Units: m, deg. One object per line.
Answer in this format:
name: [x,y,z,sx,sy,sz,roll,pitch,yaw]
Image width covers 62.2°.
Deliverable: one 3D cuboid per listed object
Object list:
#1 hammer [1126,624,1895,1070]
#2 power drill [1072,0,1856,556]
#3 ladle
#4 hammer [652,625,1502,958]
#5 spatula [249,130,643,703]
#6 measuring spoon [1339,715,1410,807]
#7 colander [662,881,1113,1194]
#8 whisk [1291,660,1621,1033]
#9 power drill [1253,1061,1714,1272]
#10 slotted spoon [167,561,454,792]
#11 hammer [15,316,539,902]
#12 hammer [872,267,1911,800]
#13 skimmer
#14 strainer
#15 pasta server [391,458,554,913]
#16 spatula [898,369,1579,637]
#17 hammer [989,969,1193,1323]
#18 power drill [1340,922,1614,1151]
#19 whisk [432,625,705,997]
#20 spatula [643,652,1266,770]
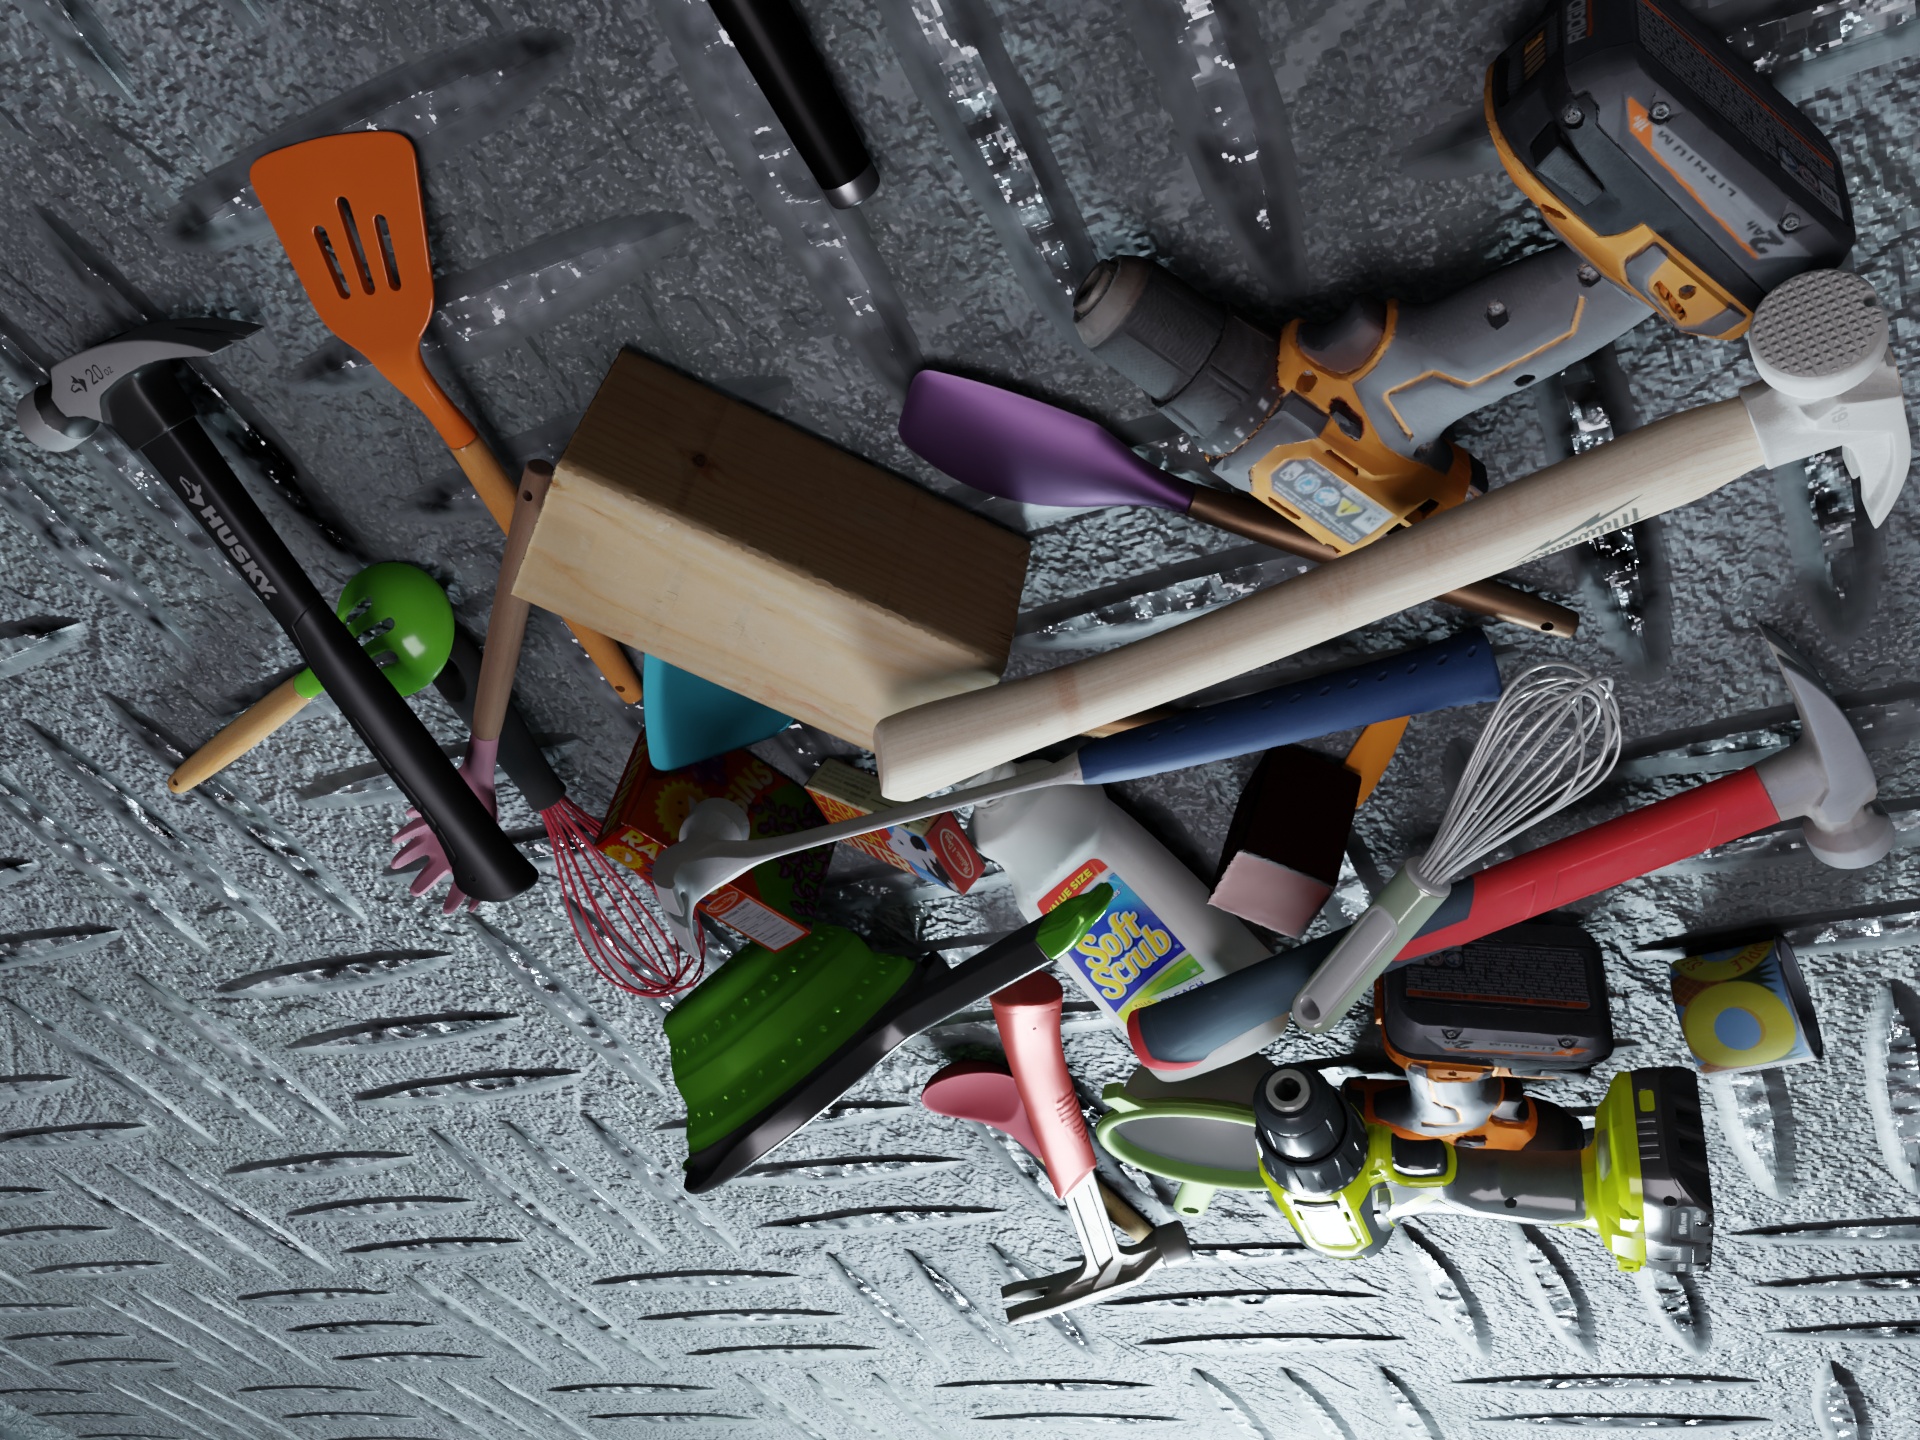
hammer: [0.249,0.086,0.800,0.386,0.038,0.143,-27,124,22]
power drill: [0.166,-0.158,0.577,0.185,0.084,0.226,30,140,-18]
ladle: [0.075,0.325,1.163,0.069,0.031,0.315,-26,128,23]
hammer: [0.047,0.027,0.746,0.405,0.144,0.035,-15,104,8]
spatula: [-0.221,-0.122,0.756,0.081,0.041,0.322,-4,140,18]
measuring spoon: [0.210,0.013,0.798,0.021,0.011,0.116,14,138,-1]
colander: [-0.065,0.146,0.905,0.094,0.204,0.397,51,135,-1]
whisk: [0.222,0.068,0.741,0.059,0.058,0.246,-11,141,-41]
power drill: [0.273,0.235,0.851,0.228,0.080,0.190,-5,143,21]
slotted spoon: [-0.385,-0.009,0.910,0.314,0.031,0.070,-24,91,39]
hammer: [-0.316,-0.044,0.793,0.146,0.035,0.334,-17,115,32]
hammer: [0.144,-0.042,0.626,0.410,0.038,0.146,-22,155,27]
skimmer: [-0.108,-0.302,0.478,0.127,0.090,0.362,-33,130,1]
strainer: [0.167,0.271,1.061,0.151,0.069,0.256,8,151,6]
pasta server: [-0.247,-0.008,0.825,0.060,0.040,0.316,29,133,2]
spatula: [0.125,-0.088,0.705,0.316,0.018,0.059,17,141,-4]
hammer: [0.064,0.297,1.099,0.149,0.037,0.358,-18,130,-1]
power drill: [0.314,0.208,0.937,0.164,0.084,0.226,3,141,9]
whisk: [-0.231,0.059,0.932,0.073,0.073,0.295,-10,127,24]
spatula: [-0.001,-0.003,0.812,0.317,0.044,0.082,6,115,6]
